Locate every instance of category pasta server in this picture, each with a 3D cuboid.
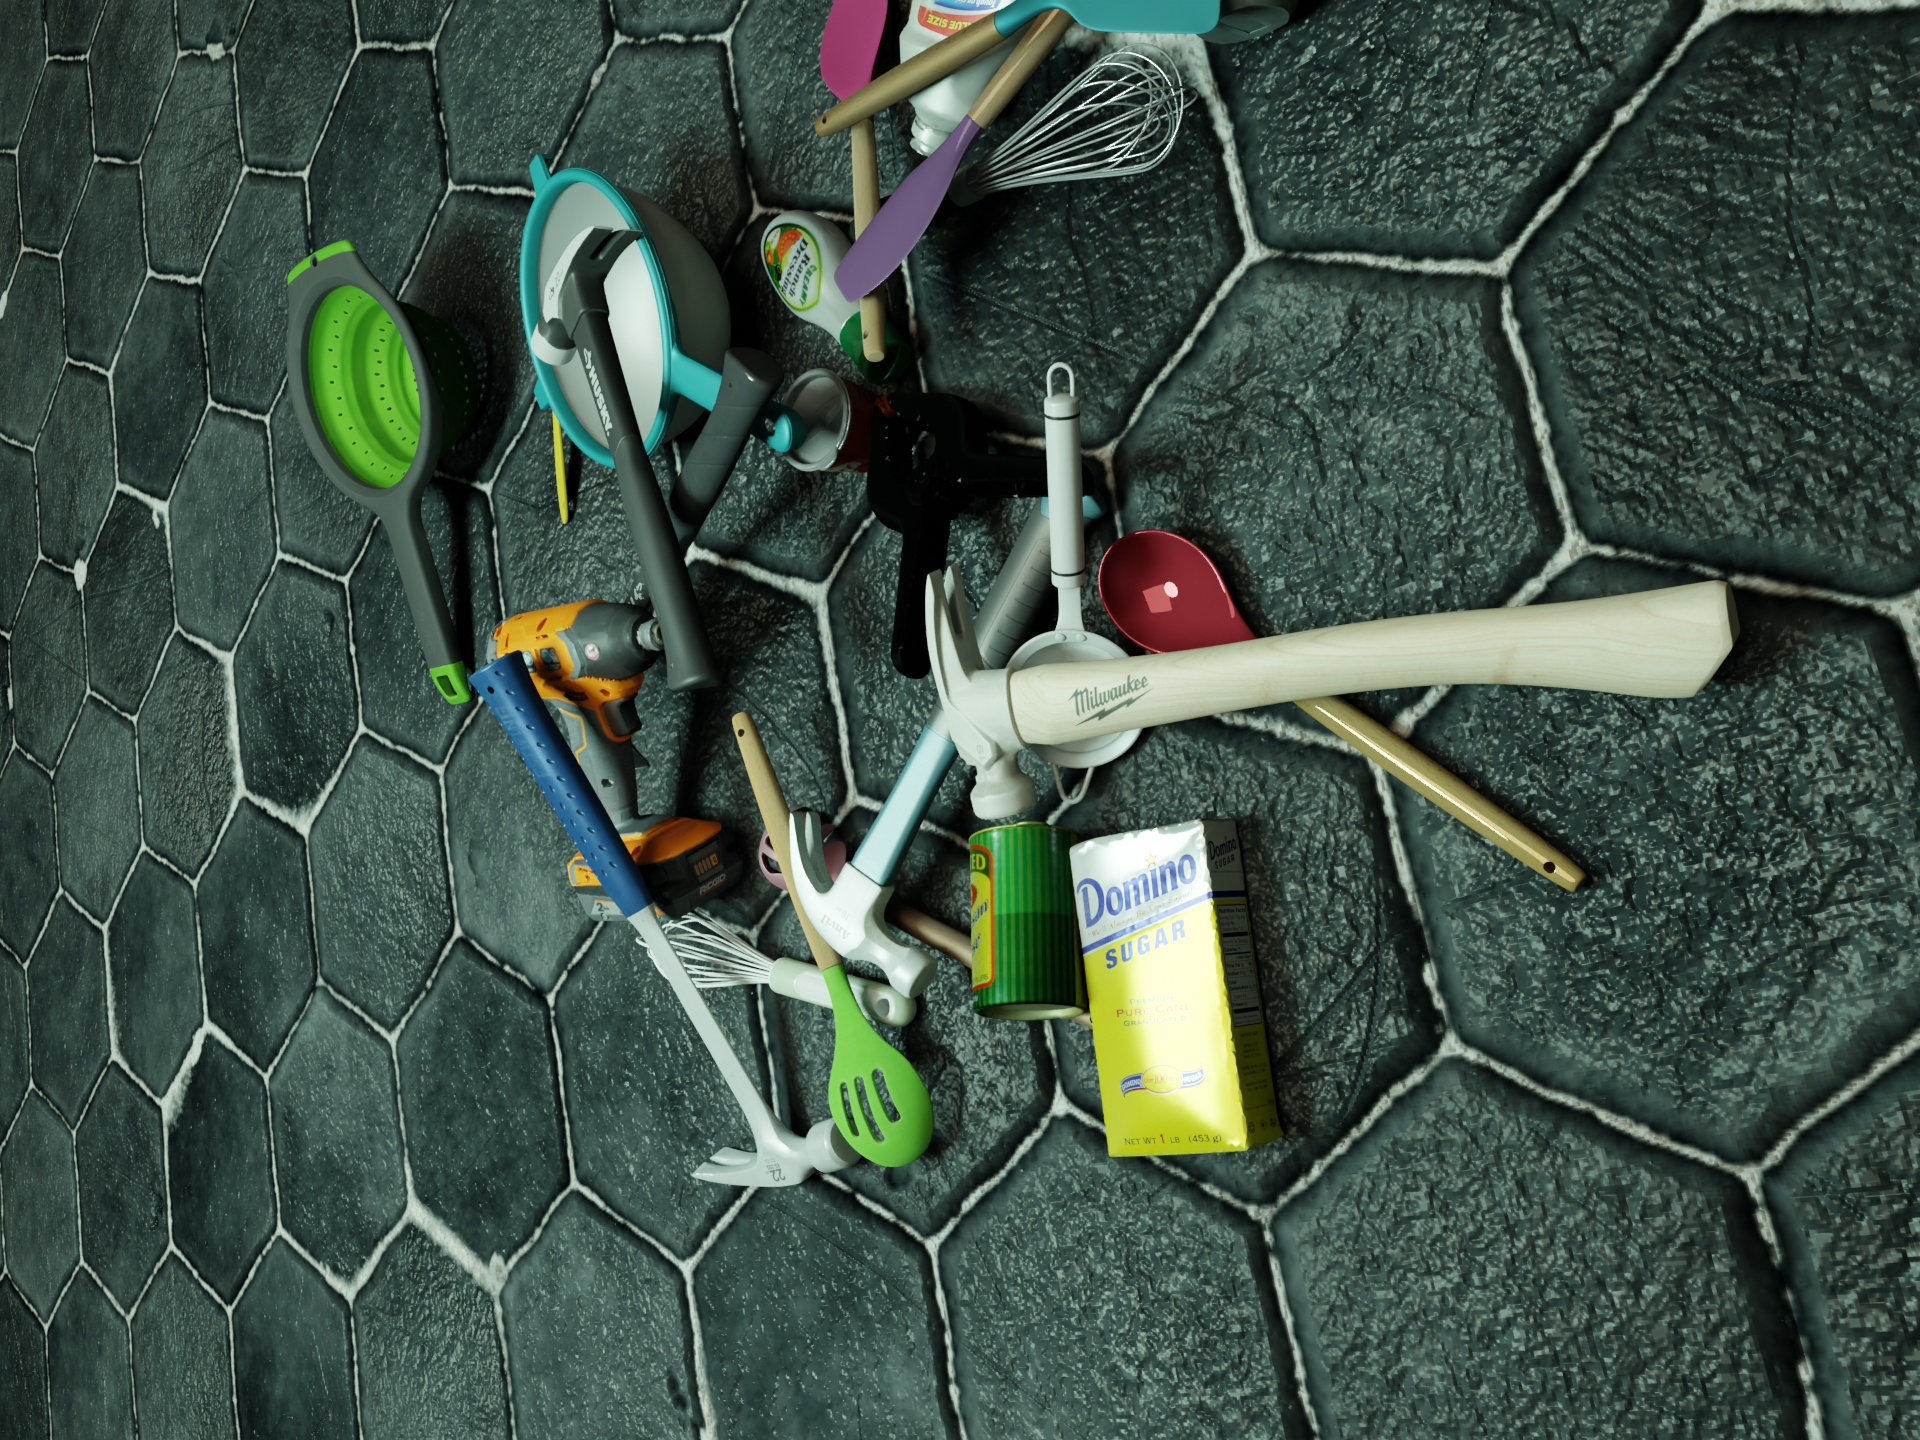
[{"bbox_3d":[-0.023,0.129,1.018,0.316,0.040,0.060,22,102,35],"label":"pasta server"}]

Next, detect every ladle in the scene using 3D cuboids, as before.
[{"bbox_3d":[0.192,-0.008,0.837,0.316,0.031,0.069,40,121,33],"label":"ladle"}]

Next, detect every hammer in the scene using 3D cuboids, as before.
[{"bbox_3d":[0.163,-0.035,0.802,0.411,0.038,0.146,-7,104,34],"label":"hammer"},{"bbox_3d":[-0.002,-0.003,0.972,0.128,0.033,0.331,32,101,24],"label":"hammer"},{"bbox_3d":[-0.213,-0.169,1.047,0.146,0.035,0.335,-44,59,49],"label":"hammer"},{"bbox_3d":[-0.209,-0.111,1.114,0.408,0.036,0.149,-49,60,48],"label":"hammer"},{"bbox_3d":[-0.216,0.140,1.078,0.144,0.035,0.405,-27,94,38],"label":"hammer"}]

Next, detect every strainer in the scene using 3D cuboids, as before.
[{"bbox_3d":[0.063,-0.075,0.896,0.087,0.050,0.258,3,119,14],"label":"strainer"},{"bbox_3d":[-0.191,-0.268,1.130,0.341,0.095,0.210,34,130,36],"label":"strainer"}]

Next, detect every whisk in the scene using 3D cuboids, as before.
[{"bbox_3d":[-0.130,0.173,1.092,0.246,0.059,0.058,8,91,36],"label":"whisk"},{"bbox_3d":[0.028,-0.341,0.985,0.285,0.070,0.070,-6,84,46],"label":"whisk"}]

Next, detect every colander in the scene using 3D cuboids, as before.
[{"bbox_3d":[-0.467,-0.214,1.394,0.204,0.094,0.397,-8,100,40],"label":"colander"}]

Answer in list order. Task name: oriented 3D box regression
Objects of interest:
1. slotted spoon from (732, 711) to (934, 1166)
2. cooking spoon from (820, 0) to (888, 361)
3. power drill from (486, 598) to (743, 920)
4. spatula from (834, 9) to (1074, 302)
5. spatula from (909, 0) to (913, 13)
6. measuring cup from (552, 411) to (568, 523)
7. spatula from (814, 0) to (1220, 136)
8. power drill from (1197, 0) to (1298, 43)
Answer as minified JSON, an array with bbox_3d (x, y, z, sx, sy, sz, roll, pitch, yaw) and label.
[{"bbox_3d":[-0.094,0.137,1.031,0.070,0.031,0.314,-28,74,22],"label":"slotted spoon"},{"bbox_3d":[-0.063,-0.372,1.050,0.069,0.017,0.319,-23,60,38],"label":"cooking spoon"},{"bbox_3d":[-0.235,0.024,1.119,0.164,0.084,0.226,-6,106,40],"label":"power drill"},{"bbox_3d":[0.027,-0.378,0.950,0.316,0.018,0.060,-48,43,19],"label":"spatula"},{"bbox_3d":[0.084,-0.490,0.964,0.323,0.041,0.081,10,95,37],"label":"spatula"},{"bbox_3d":[-0.315,-0.239,1.294,0.062,0.029,0.156,26,119,60],"label":"measuring cup"},{"bbox_3d":[0.017,-0.394,0.932,0.317,0.044,0.082,-2,91,50],"label":"spatula"},{"bbox_3d":[0.202,-0.476,0.806,0.228,0.080,0.190,-5,94,39],"label":"power drill"}]
